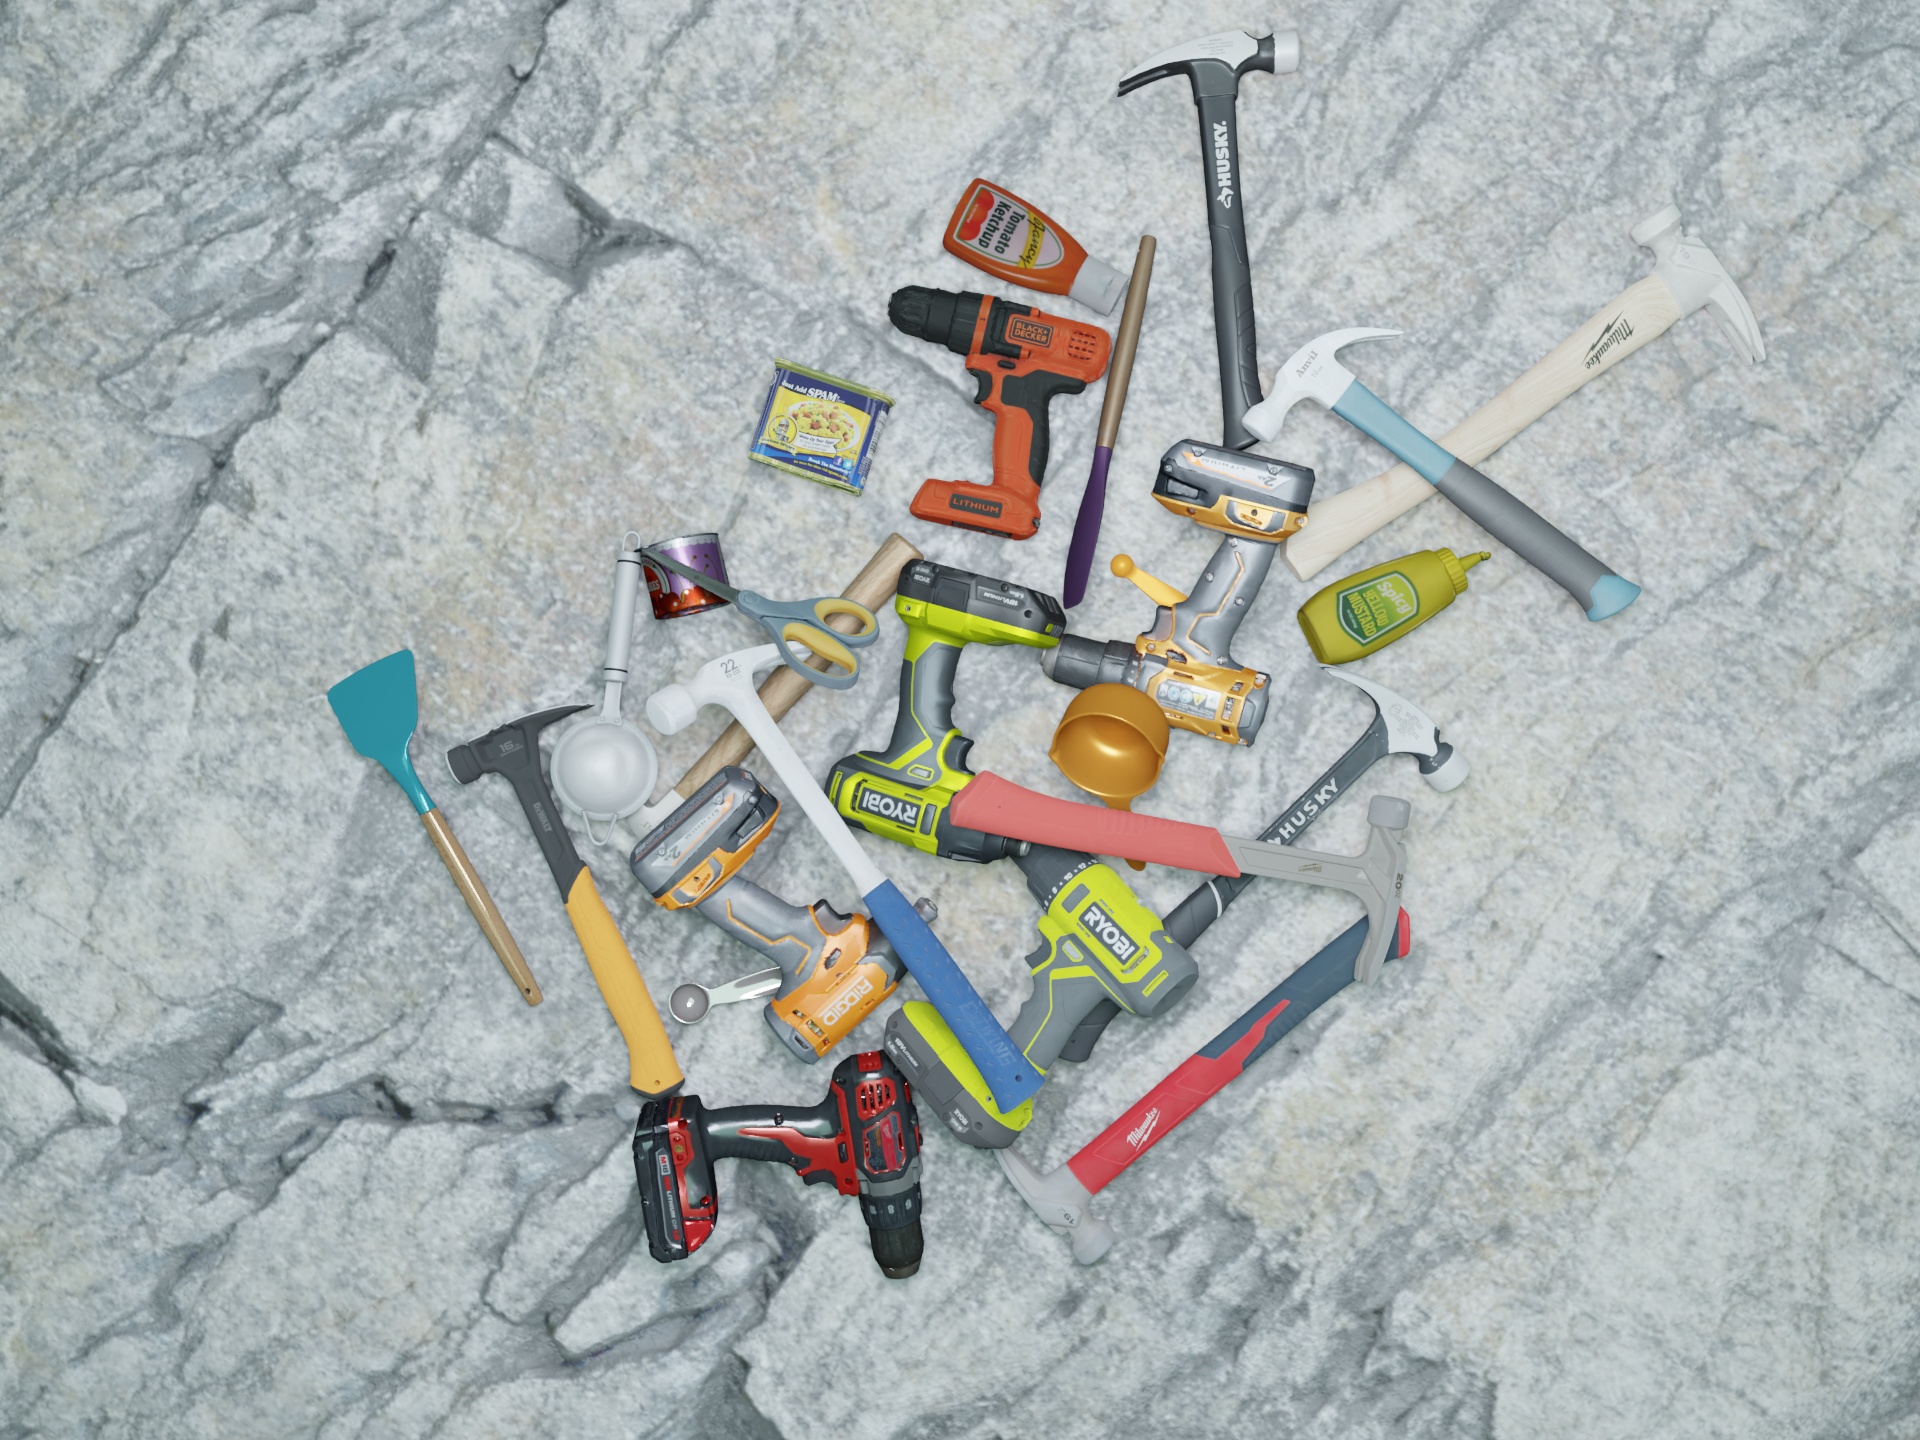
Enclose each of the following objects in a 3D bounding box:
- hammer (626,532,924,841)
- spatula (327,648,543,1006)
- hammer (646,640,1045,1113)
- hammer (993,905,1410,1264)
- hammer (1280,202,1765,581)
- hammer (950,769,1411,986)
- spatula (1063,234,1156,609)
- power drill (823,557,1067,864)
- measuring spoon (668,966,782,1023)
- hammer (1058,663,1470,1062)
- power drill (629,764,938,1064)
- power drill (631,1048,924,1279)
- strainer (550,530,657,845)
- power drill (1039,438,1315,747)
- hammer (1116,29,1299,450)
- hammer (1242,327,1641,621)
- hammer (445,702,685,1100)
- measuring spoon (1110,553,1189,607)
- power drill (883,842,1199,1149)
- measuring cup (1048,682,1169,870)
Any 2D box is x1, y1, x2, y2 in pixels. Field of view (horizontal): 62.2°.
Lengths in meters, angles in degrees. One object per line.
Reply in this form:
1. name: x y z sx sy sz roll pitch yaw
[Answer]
1. hammer: -0.152 -0.022 1.310 0.130 0.031 0.331 41 92 1
2. spatula: -0.427 0.096 1.330 0.082 0.044 0.317 -27 94 2
3. hammer: -0.066 0.115 1.207 0.144 0.035 0.405 -33 84 -33
4. hammer: 0.201 0.266 1.296 0.386 0.038 0.143 -41 88 3
5. hammer: 0.440 -0.235 1.278 0.410 0.038 0.146 -36 91 3
6. hammer: 0.168 0.105 1.225 0.359 0.037 0.149 10 93 -9
7. spatula: 0.120 -0.241 1.278 0.018 0.060 0.316 15 82 -16
8. power drill: -0.002 -0.004 1.264 0.171 0.080 0.223 17 94 21
9. measuring spoon: -0.182 0.223 1.326 0.124 0.018 0.034 -14 90 -4
10. hammer: 0.216 0.127 1.284 0.409 0.036 0.149 -44 103 5
11. power drill: -0.134 0.145 1.271 0.164 0.084 0.226 -42 105 -2
12. power drill: -0.140 0.376 1.290 0.226 0.080 0.188 -9 98 -5
13. strainer: -0.282 -0.029 1.286 0.087 0.050 0.258 5 82 -1
14. power drill: 0.172 -0.106 1.260 0.185 0.084 0.226 15 105 10
15. hammer: 0.211 -0.384 1.286 0.146 0.035 0.335 -5 91 2
16. hammer: 0.390 -0.186 1.249 0.331 0.033 0.128 37 95 -1
17. hammer: -0.303 0.153 1.318 0.127 0.034 0.337 -24 90 4
18. measuring spoon: 0.172 -0.099 1.303 0.117 0.011 0.021 35 92 2
19. power drill: 0.050 0.206 1.264 0.228 0.080 0.191 -47 65 6
20. measuring cup: 0.132 0.044 1.276 0.095 0.052 0.173 1 131 24
